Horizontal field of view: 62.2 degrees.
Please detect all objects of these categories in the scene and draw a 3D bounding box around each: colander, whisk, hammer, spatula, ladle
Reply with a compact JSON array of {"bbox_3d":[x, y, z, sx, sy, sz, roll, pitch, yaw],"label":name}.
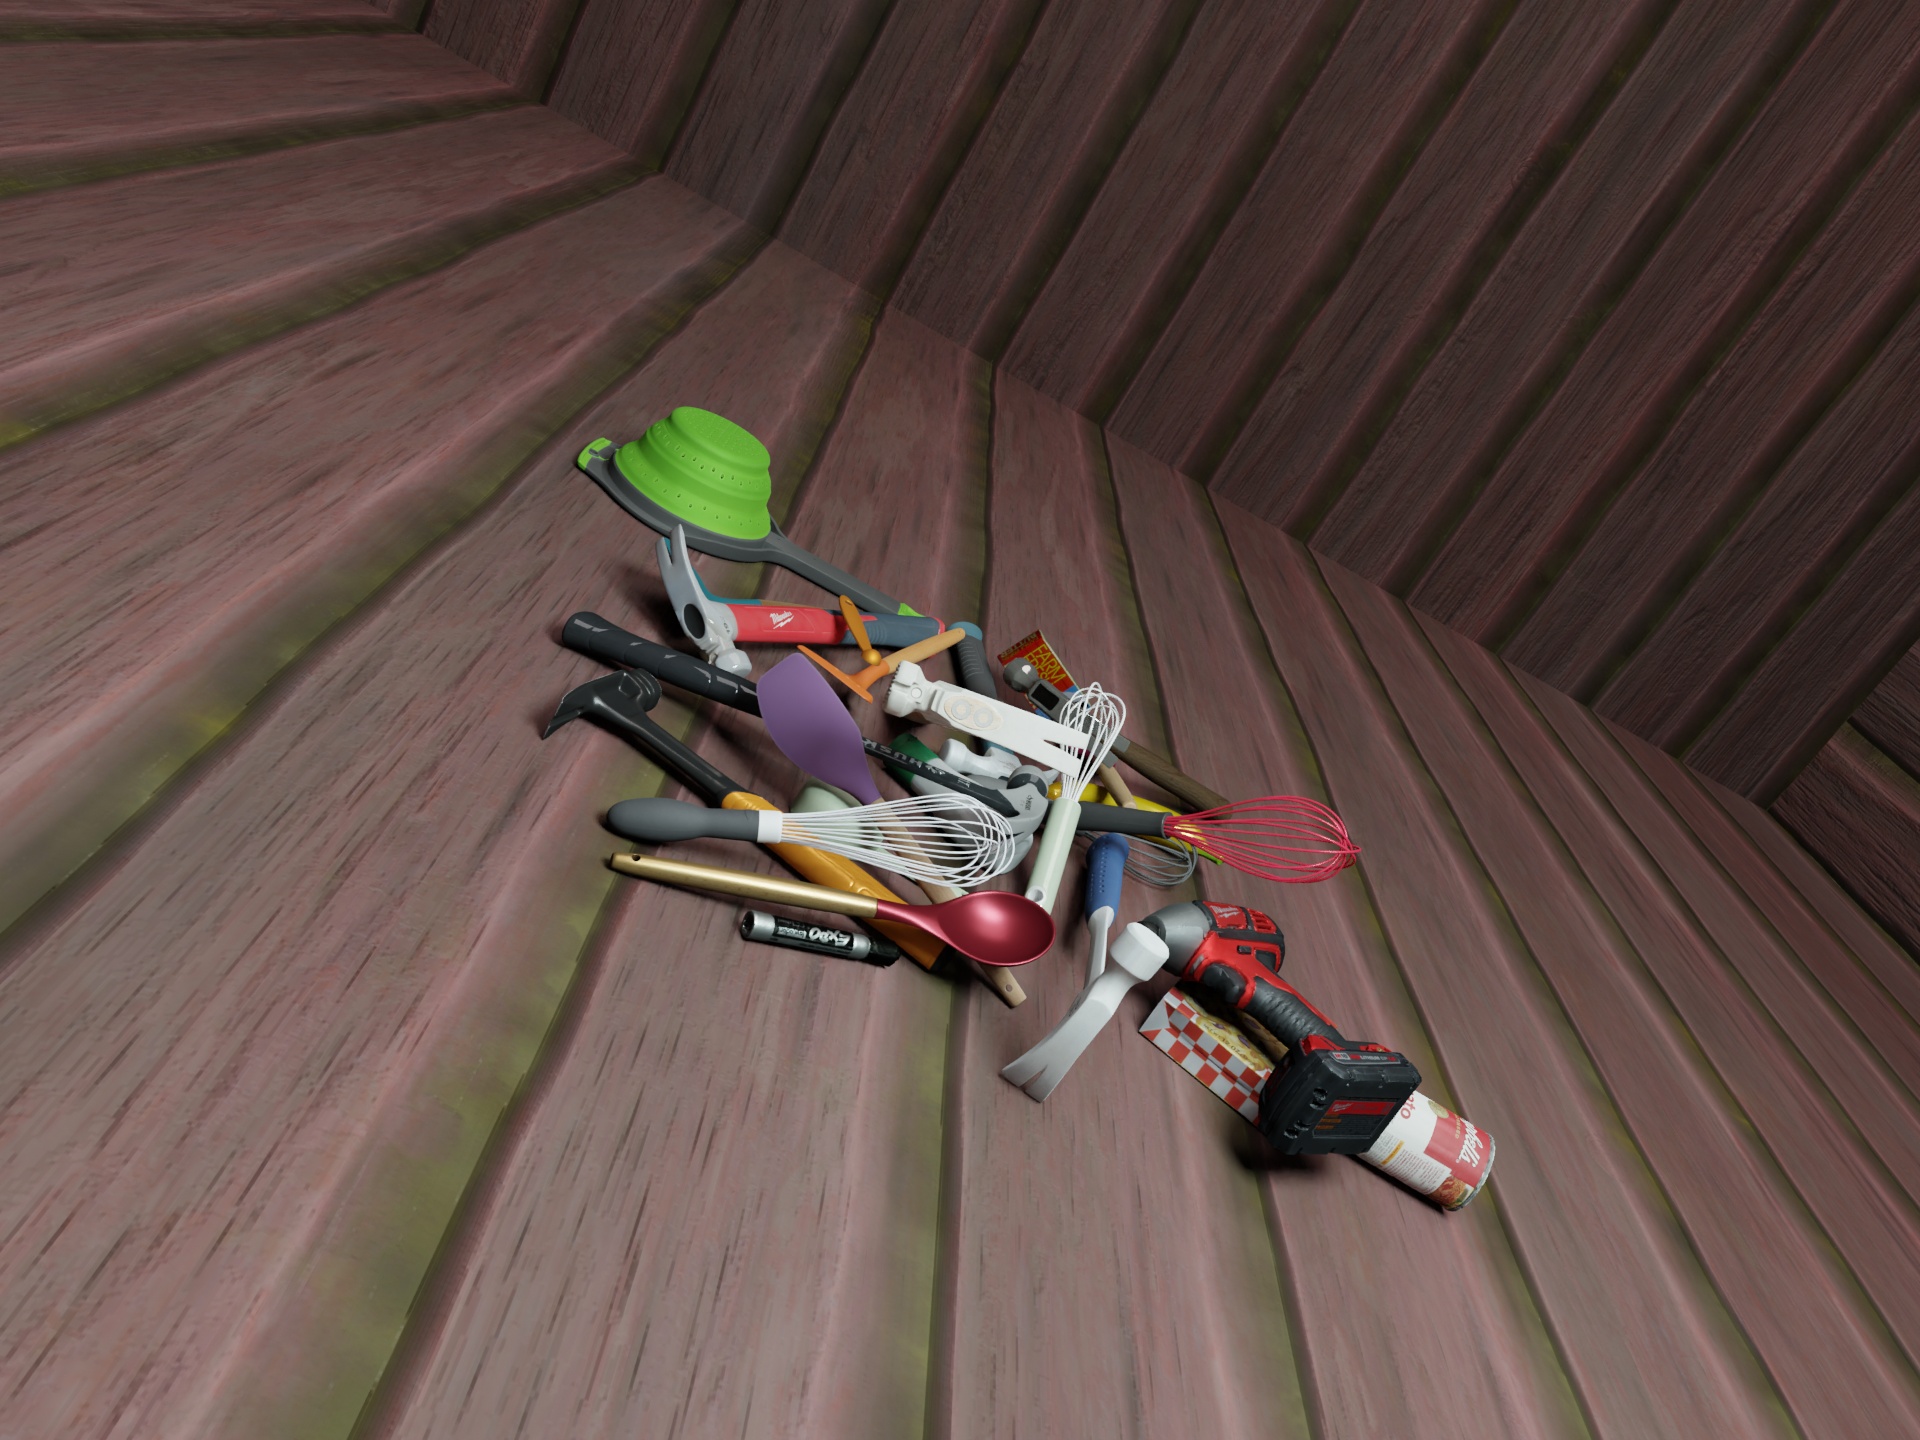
[{"bbox_3d":[-0.192,-0.219,1.647,0.397,0.094,0.205,28,22,-9],"label":"colander"},{"bbox_3d":[0.190,0.089,1.325,0.296,0.073,0.073,5,4,35],"label":"whisk"},{"bbox_3d":[-0.002,-0.004,1.299,0.146,0.038,0.410,21,-1,-6],"label":"hammer"},{"bbox_3d":[-0.059,-0.062,1.510,0.081,0.041,0.322,37,24,11],"label":"spatula"},{"bbox_3d":[0.177,0.038,1.570,0.331,0.031,0.130,30,9,-45],"label":"hammer"},{"bbox_3d":[0.103,0.161,1.226,0.035,0.144,0.405,37,13,-1],"label":"hammer"},{"bbox_3d":[-0.133,-0.102,1.501,0.386,0.038,0.143,-3,65,-60],"label":"hammer"},{"bbox_3d":[0.022,-0.018,1.586,0.128,0.033,0.331,23,23,-18],"label":"hammer"},{"bbox_3d":[-0.123,0.003,1.265,0.409,0.036,0.149,22,17,-1],"label":"hammer"},{"bbox_3d":[0.109,0.097,1.444,0.239,0.055,0.055,21,23,-14],"label":"whisk"},{"bbox_3d":[-0.144,0.075,1.158,0.337,0.034,0.127,35,21,9],"label":"hammer"},{"bbox_3d":[-0.101,0.075,1.105,0.284,0.070,0.070,5,28,-11],"label":"whisk"},{"bbox_3d":[-0.168,-0.108,1.512,0.317,0.044,0.082,5,58,-53],"label":"spatula"},{"bbox_3d":[-0.052,0.084,1.188,0.316,0.060,0.018,52,0,11],"label":"spatula"},{"bbox_3d":[0.092,0.067,1.345,0.058,0.059,0.246,5,52,20],"label":"whisk"},{"bbox_3d":[-0.083,0.125,1.090,0.315,0.031,0.069,13,39,-19],"label":"ladle"}]

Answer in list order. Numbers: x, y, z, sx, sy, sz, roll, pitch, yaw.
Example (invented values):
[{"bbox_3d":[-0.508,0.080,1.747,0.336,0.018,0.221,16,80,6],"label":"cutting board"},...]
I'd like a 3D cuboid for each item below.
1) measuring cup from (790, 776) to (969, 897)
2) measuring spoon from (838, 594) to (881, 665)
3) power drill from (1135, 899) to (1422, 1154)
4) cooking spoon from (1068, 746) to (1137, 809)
[{"bbox_3d":[-0.051,0.092,1.237,0.167,0.038,0.083,29,21,-1],"label":"measuring cup"},{"bbox_3d":[-0.092,-0.086,1.463,0.021,0.011,0.117,21,26,-32],"label":"measuring spoon"},{"bbox_3d":[0.225,0.217,1.189,0.143,0.078,0.220,12,27,-38],"label":"power drill"},{"bbox_3d":[0.139,0.046,1.541,0.068,0.017,0.319,26,9,-8],"label":"cooking spoon"}]
